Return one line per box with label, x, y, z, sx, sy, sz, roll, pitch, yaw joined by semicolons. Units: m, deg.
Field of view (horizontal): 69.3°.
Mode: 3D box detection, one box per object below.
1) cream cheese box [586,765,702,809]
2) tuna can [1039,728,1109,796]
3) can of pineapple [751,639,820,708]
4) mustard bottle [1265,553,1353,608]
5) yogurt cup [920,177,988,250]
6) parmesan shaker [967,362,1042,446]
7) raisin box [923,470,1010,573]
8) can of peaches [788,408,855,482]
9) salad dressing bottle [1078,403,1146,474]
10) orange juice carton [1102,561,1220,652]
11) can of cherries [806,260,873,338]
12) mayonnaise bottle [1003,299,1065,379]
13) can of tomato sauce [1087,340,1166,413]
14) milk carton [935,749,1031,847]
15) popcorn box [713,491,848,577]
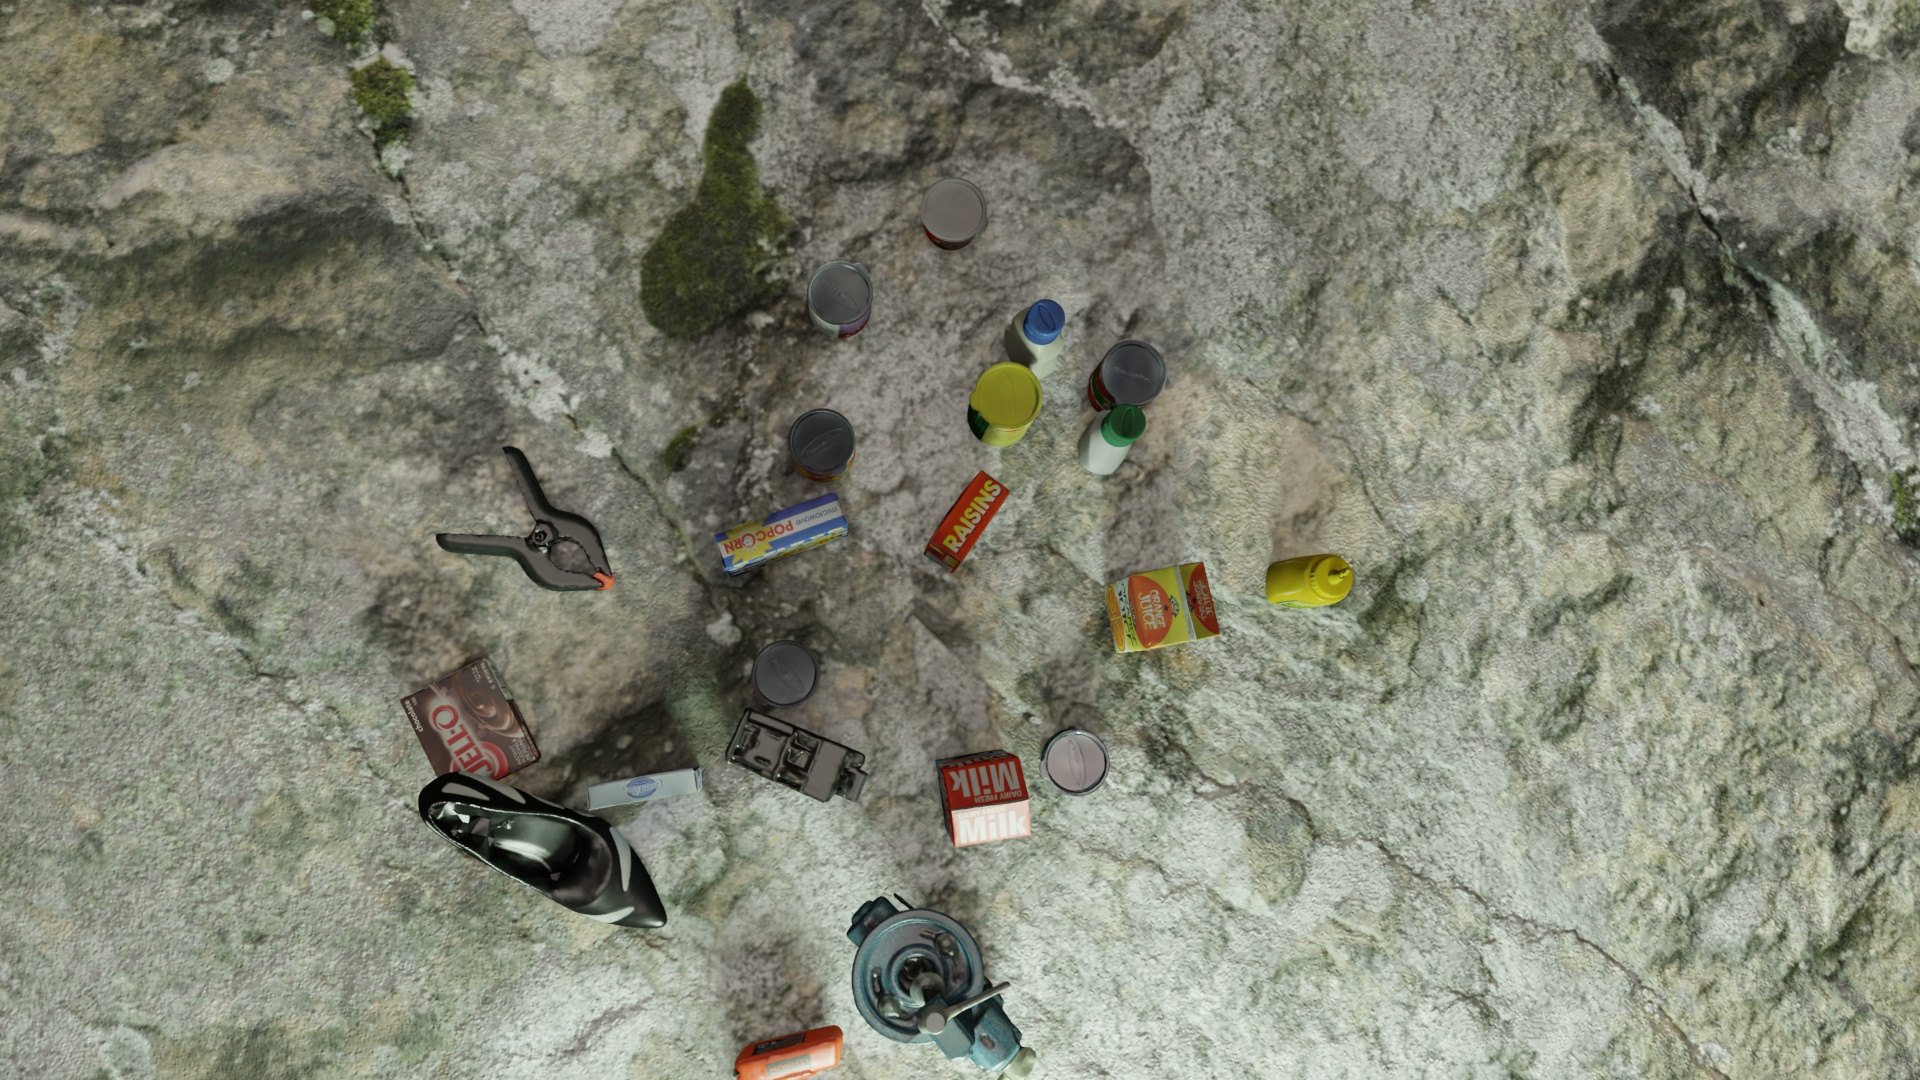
cream cheese box;-0.303;0.238;1.339;0.104;0.053;0.024;-9;85;-6
tuna can;0.111;0.222;1.386;0.071;0.033;0.071;1;84;-5
can of pineapple;-0.172;0.132;1.360;0.071;0.058;0.071;1;84;-5
mustard bottle;0.348;0.039;1.363;0.065;0.160;0.049;3;84;-4
yogurt cup;-0.009;-0.333;1.430;0.072;0.054;0.072;1;84;-5
parmesan shaker;0.040;-0.134;1.386;0.071;0.103;0.071;1;84;-5
raisin box;0.005;-0.017;1.359;0.040;0.123;0.086;36;82;0
can of peaches;-0.137;-0.092;1.389;0.071;0.058;0.071;1;84;-5
salad dressing bottle;0.149;-0.103;1.369;0.044;0.147;0.064;13;83;-3
orange juice carton;0.194;0.065;1.331;0.073;0.192;0.072;-11;85;-6
can of cherries;-0.120;-0.245;1.408;0.071;0.058;0.071;1;84;-5
mayonnaise bottle;0.076;-0.202;1.374;0.041;0.148;0.065;-29;87;-7
can of tomato sauce;0.167;-0.159;1.410;0.071;0.083;0.071;1;84;-5
milk carton;0.020;0.240;1.297;0.072;0.190;0.073;-8;85;-6
popcorn box;-0.174;-0.005;1.362;0.127;0.085;0.038;-20;86;-7
